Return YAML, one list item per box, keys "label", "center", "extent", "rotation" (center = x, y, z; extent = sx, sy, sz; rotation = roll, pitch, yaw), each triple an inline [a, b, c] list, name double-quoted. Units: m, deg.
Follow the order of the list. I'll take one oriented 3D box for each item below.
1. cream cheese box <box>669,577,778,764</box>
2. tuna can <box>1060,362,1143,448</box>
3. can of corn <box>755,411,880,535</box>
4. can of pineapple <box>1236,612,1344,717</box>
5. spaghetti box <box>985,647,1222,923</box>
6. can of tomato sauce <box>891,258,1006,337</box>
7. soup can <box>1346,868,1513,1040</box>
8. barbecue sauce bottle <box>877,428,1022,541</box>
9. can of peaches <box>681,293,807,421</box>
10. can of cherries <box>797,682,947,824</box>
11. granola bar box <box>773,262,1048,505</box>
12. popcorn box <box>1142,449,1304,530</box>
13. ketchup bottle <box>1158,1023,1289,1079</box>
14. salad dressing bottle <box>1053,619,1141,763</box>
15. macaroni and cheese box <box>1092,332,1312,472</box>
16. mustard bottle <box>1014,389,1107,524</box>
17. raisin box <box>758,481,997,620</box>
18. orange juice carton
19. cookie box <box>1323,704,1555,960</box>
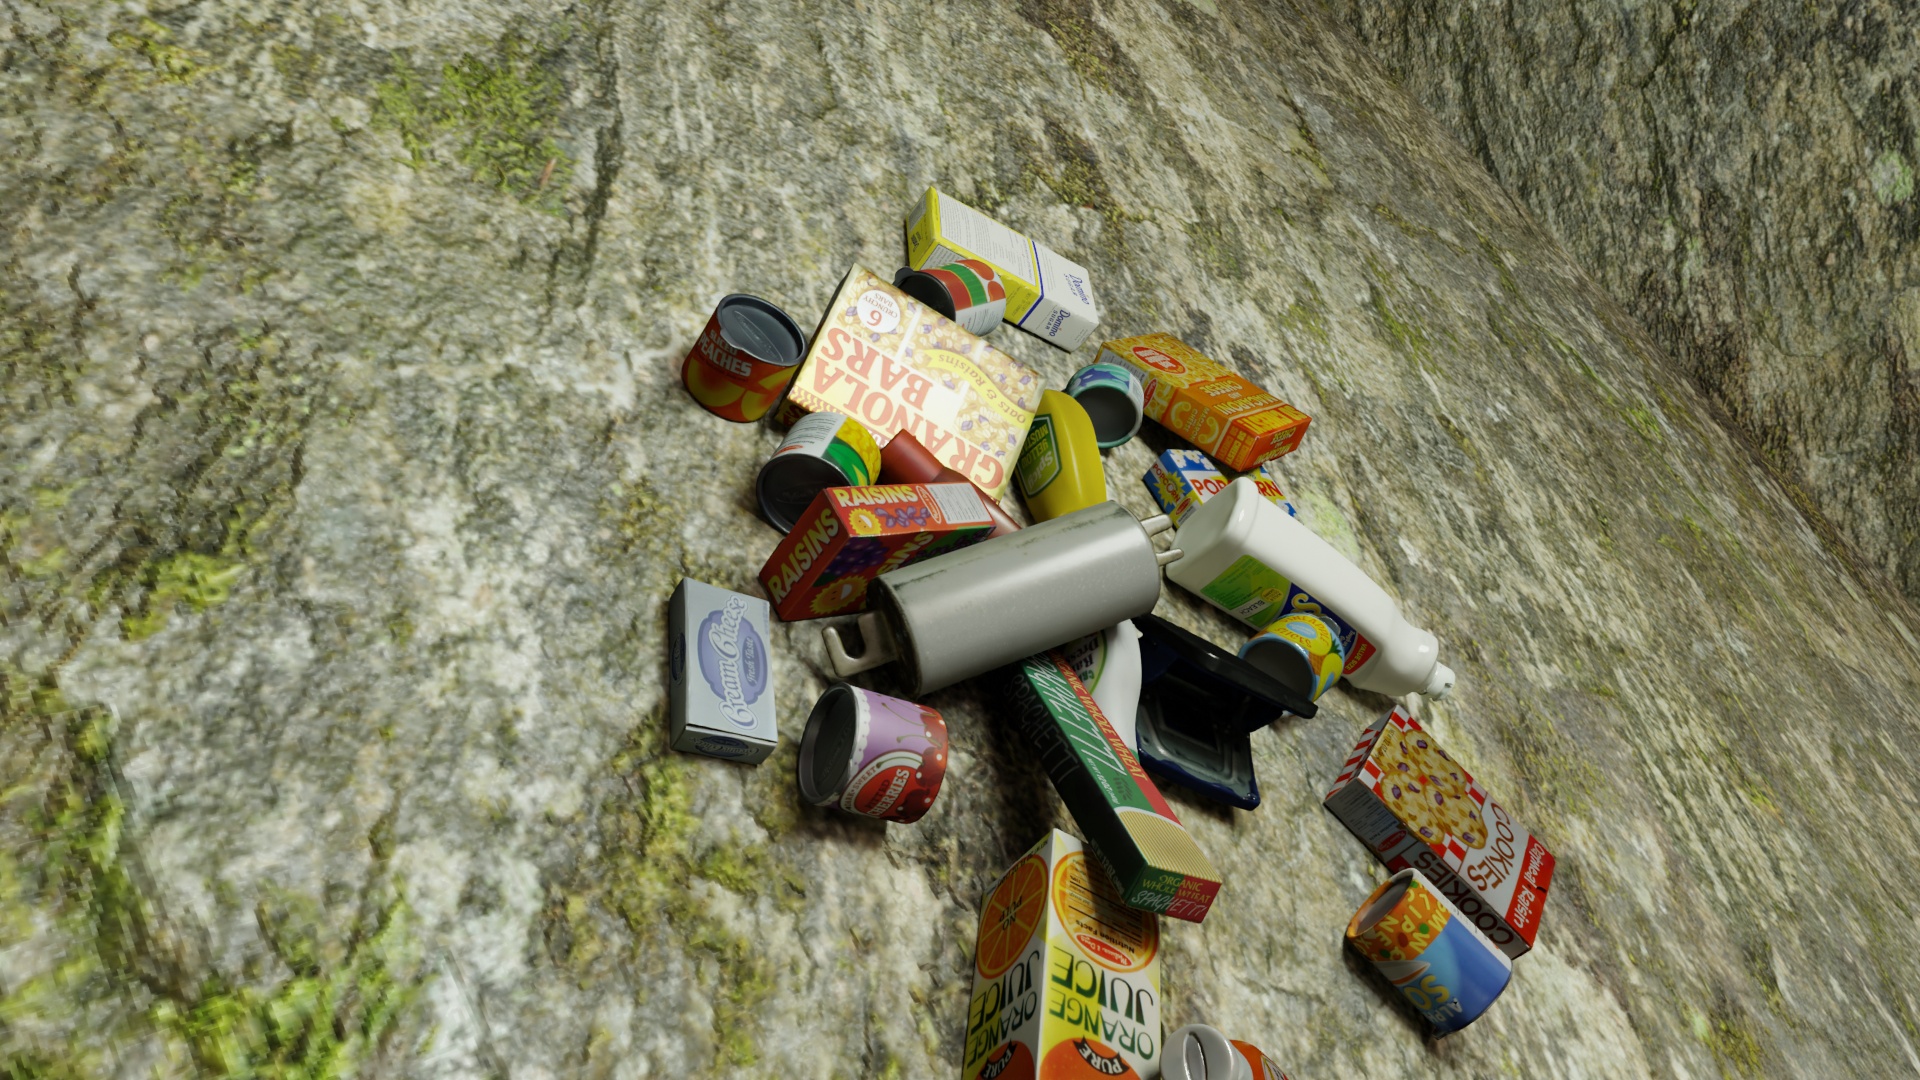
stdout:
- label: "cream cheese box"
  center: [-0.130, 0.070, 0.759]
  extent: [0.053, 0.024, 0.104]
  rotation: [17, 41, -28]
- label: "tuna can"
  center: [0.116, -0.111, 1.150]
  extent: [0.071, 0.070, 0.033]
  rotation: [30, 37, -14]
- label: "can of corn"
  center: [-0.088, -0.039, 0.884]
  extent: [0.071, 0.071, 0.058]
  rotation: [34, 35, -8]
- label: "can of pineapple"
  center: [0.248, 0.092, 1.044]
  extent: [0.071, 0.070, 0.058]
  rotation: [49, 36, 13]
- label: "spaghetti box"
  center: [0.072, 0.126, 0.803]
  extent: [0.050, 0.028, 0.251]
  rotation: [20, 17, -25]
- label: "can of tomato sauce"
  center: [-0.012, -0.191, 1.117]
  extent: [0.071, 0.071, 0.083]
  rotation: [47, 35, 10]
- label: "soup can"
  center: [0.303, 0.269, 0.906]
  extent: [0.084, 0.071, 0.072]
  rotation: [44, 35, 8]
- label: "barbecue sauce bottle"
  center: [0.003, -0.012, 0.926]
  extent: [0.148, 0.064, 0.044]
  rotation: [44, 68, -5]
- label: "can of peaches"
  center: [-0.146, -0.121, 0.926]
  extent: [0.071, 0.057, 0.071]
  rotation: [25, 38, -21]
- label: "can of cherries"
  center: [-0.047, 0.117, 0.747]
  extent: [0.058, 0.071, 0.072]
  rotation: [20, 39, -28]
- label: "granola bar box"
  center: [-0.033, -0.101, 0.983]
  extent: [0.165, 0.039, 0.125]
  rotation: [29, 63, -15]
- label: "popcorn box"
  center: [0.225, -0.033, 1.187]
  extent: [0.127, 0.038, 0.085]
  rotation: [-1, 50, -43]
- label: "ketchup bottle"
  center: [0.137, 0.280, 0.696]
  extent: [0.148, 0.043, 0.065]
  rotation: [52, 24, -49]
- label: "salad dressing bottle"
  center: [0.091, 0.108, 0.894]
  extent: [0.044, 0.064, 0.148]
  rotation: [22, 46, -33]
- label: "macaroni and cheese box"
  center: [0.213, -0.126, 1.237]
  extent: [0.167, 0.040, 0.124]
  rotation: [36, 30, 24]
- label: "mustard bottle"
  center: [0.078, -0.038, 1.038]
  extent: [0.049, 0.065, 0.161]
  rotation: [17, 45, -36]
- label: "raisin box"
  center: [-0.050, 0.005, 0.852]
  extent: [0.124, 0.085, 0.040]
  rotation: [-5, 57, -46]
- label: "orange juice carton"
  center: [0.051, 0.248, 0.689]
  extent: [0.073, 0.071, 0.194]
  rotation: [29, 36, -15]
- label: "cookie box"
  center: [0.361, 0.217, 1.035]
  extent: [0.167, 0.040, 0.123]
  rotation: [45, 35, 8]
